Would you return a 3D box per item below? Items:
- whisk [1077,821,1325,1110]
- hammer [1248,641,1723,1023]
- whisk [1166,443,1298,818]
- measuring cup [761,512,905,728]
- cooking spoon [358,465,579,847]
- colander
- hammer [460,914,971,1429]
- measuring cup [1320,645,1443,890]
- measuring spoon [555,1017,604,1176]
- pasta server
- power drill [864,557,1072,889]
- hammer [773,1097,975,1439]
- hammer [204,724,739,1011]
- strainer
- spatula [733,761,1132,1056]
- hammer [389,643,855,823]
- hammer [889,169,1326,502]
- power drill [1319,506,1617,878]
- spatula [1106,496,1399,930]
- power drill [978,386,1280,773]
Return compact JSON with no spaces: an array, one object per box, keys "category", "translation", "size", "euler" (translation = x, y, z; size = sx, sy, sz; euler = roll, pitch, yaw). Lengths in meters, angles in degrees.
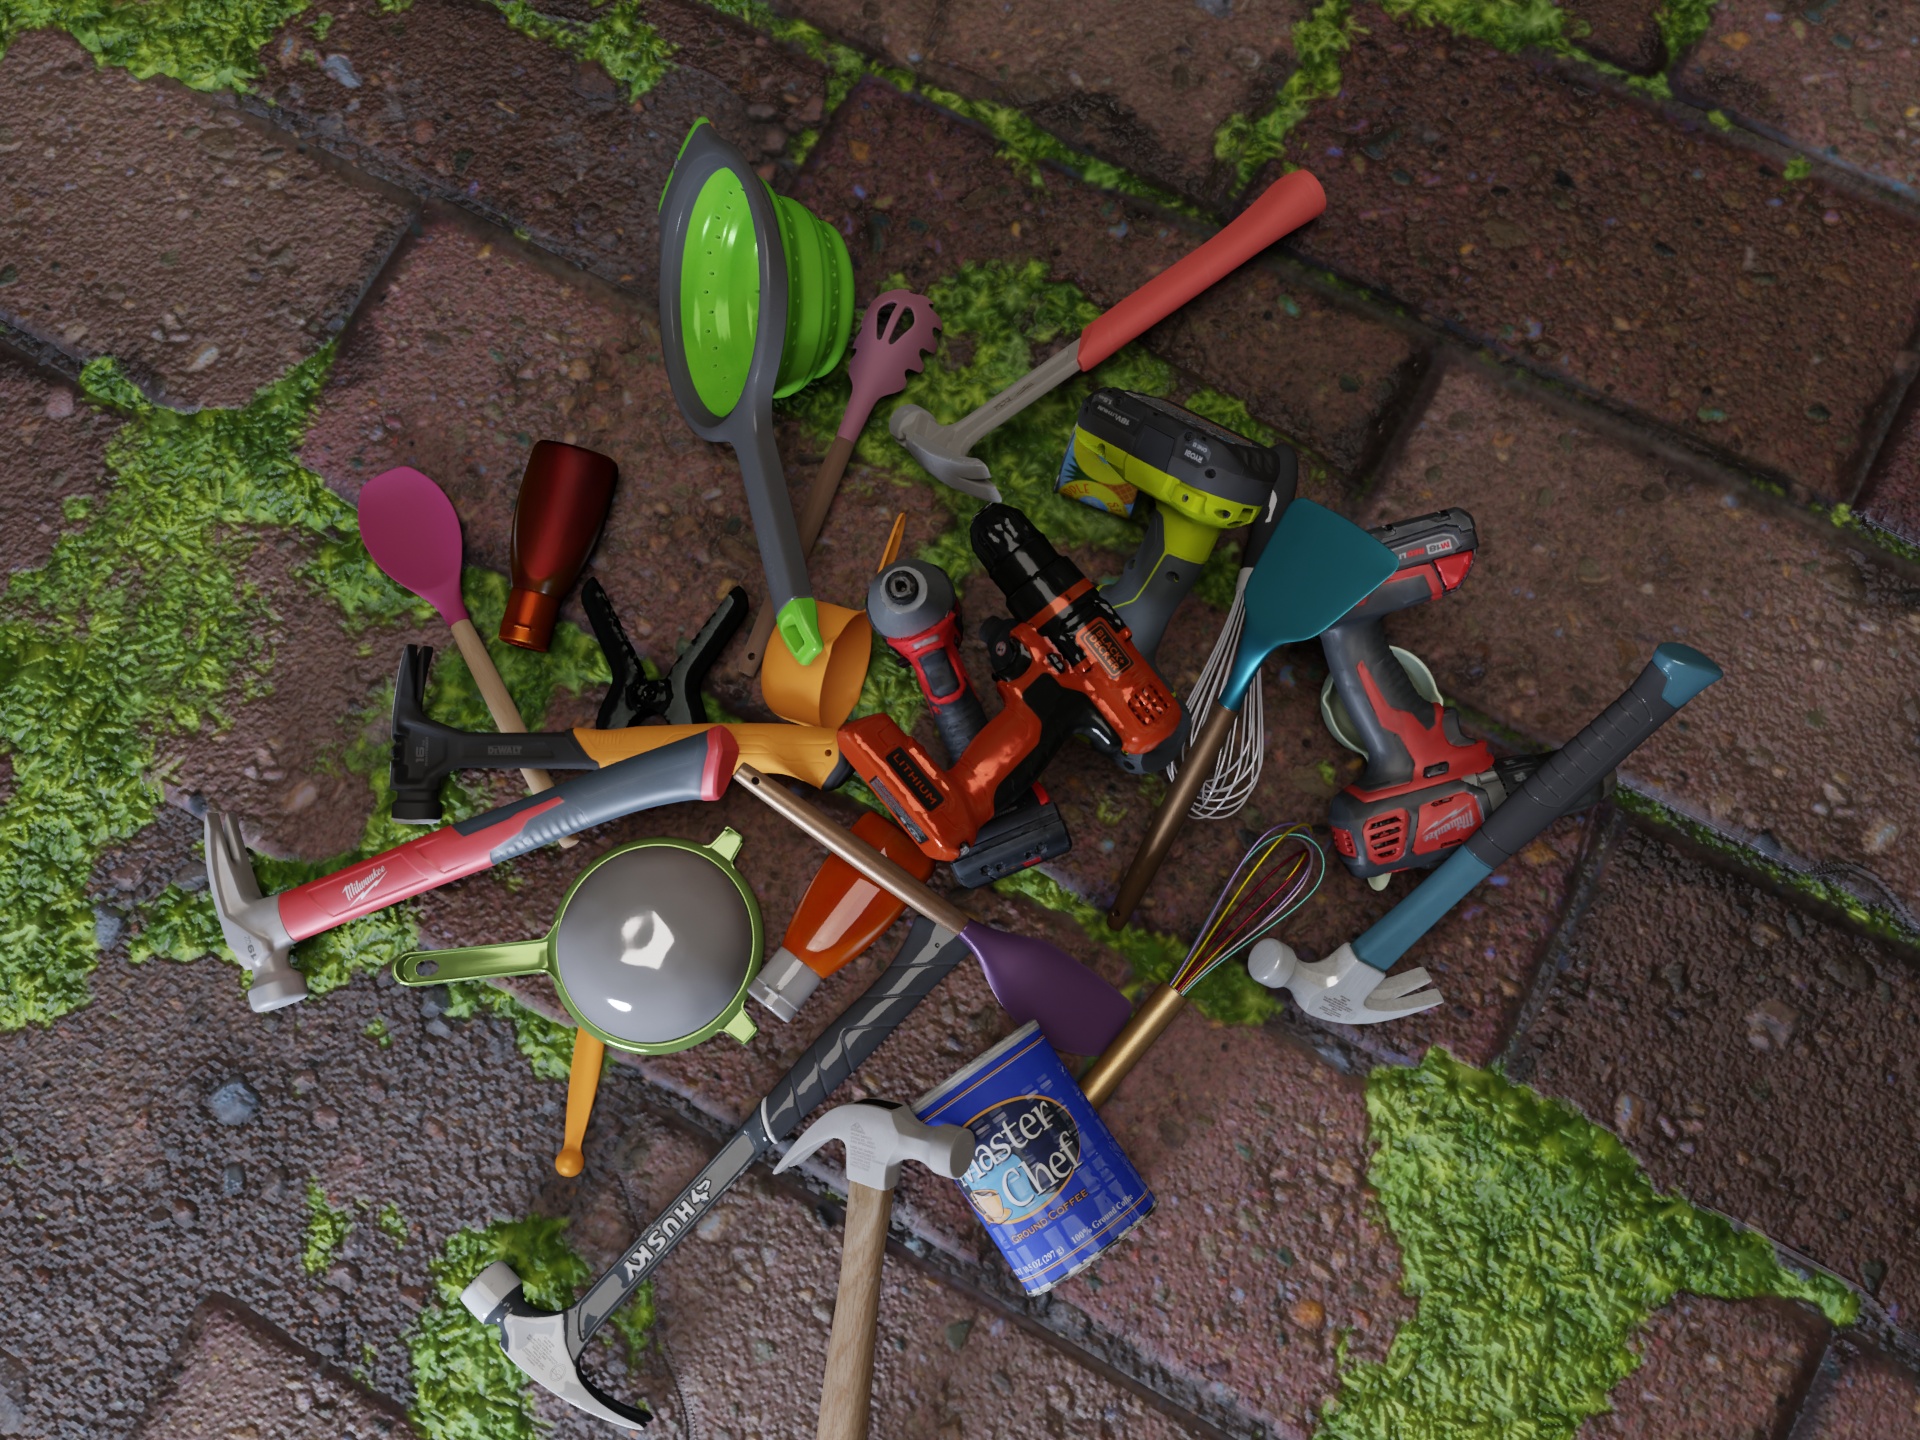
[{"category":"whisk","translation":[0.161,0.167,1.074],"size":[0.051,0.047,0.245],"euler":[40,88,8]},{"category":"hammer","translation":[0.336,0.075,1.000],"size":[0.128,0.033,0.331],"euler":[30,114,-29]},{"category":"whisk","translation":[0.197,-0.066,1.112],"size":[0.070,0.070,0.285],"euler":[14,75,6]},{"category":"measuring cup","translation":[-0.088,-0.077,1.116],"size":[0.052,0.095,0.174],"euler":[15,70,13]},{"category":"cooking spoon","translation":[-0.352,-0.048,1.152],"size":[0.069,0.017,0.319],"euler":[-28,78,-9]},{"category":"colander","translation":[-0.117,-0.226,1.108],"size":[0.094,0.204,0.397],"euler":[-5,70,-30]},{"category":"hammer","translation":[-0.138,0.287,1.066],"size":[0.149,0.036,0.409],"euler":[43,84,9]},{"category":"measuring cup","translation":[0.286,0.032,1.098],"size":[0.083,0.038,0.167],"euler":[1,90,-2]},{"category":"measuring spoon","translation":[-0.260,0.253,1.090],"size":[0.021,0.011,0.117],"euler":[6,78,4]},{"category":"pasta server","translation":[-0.094,-0.177,1.163],"size":[0.060,0.040,0.316],"euler":[22,85,7]},{"category":"power drill","translation":[-0.002,-0.003,1.063],"size":[0.078,0.143,0.220],"euler":[-22,81,2]},{"category":"hammer","translation":[-0.071,0.403,1.005],"size":[0.130,0.031,0.331],"euler":[9,93,31]},{"category":"hammer","translation":[-0.332,0.069,1.075],"size":[0.386,0.038,0.143],"euler":[-21,84,11]},{"category":"strainer","translation":[-0.264,0.154,1.077],"size":[0.256,0.069,0.151],"euler":[-6,76,0]},{"category":"spatula","translation":[-0.020,0.125,1.062],"size":[0.316,0.018,0.060],"euler":[37,83,-8]},{"category":"hammer","translation":[-0.234,0.012,1.092],"size":[0.337,0.034,0.127],"euler":[1,87,12]},{"category":"hammer","translation":[0.122,-0.282,1.136],"size":[0.359,0.036,0.149],"euler":[-36,36,-9]},{"category":"power drill","translation":[0.318,-0.021,1.044],"size":[0.188,0.080,0.226],"euler":[-15,92,-2]},{"category":"spatula","translation":[0.170,0.011,1.034],"size":[0.082,0.044,0.317],"euler":[39,119,28]},{"category":"power drill","translation":[0.104,-0.099,1.060],"size":[0.171,0.080,0.223],"euler":[35,113,34]}]
